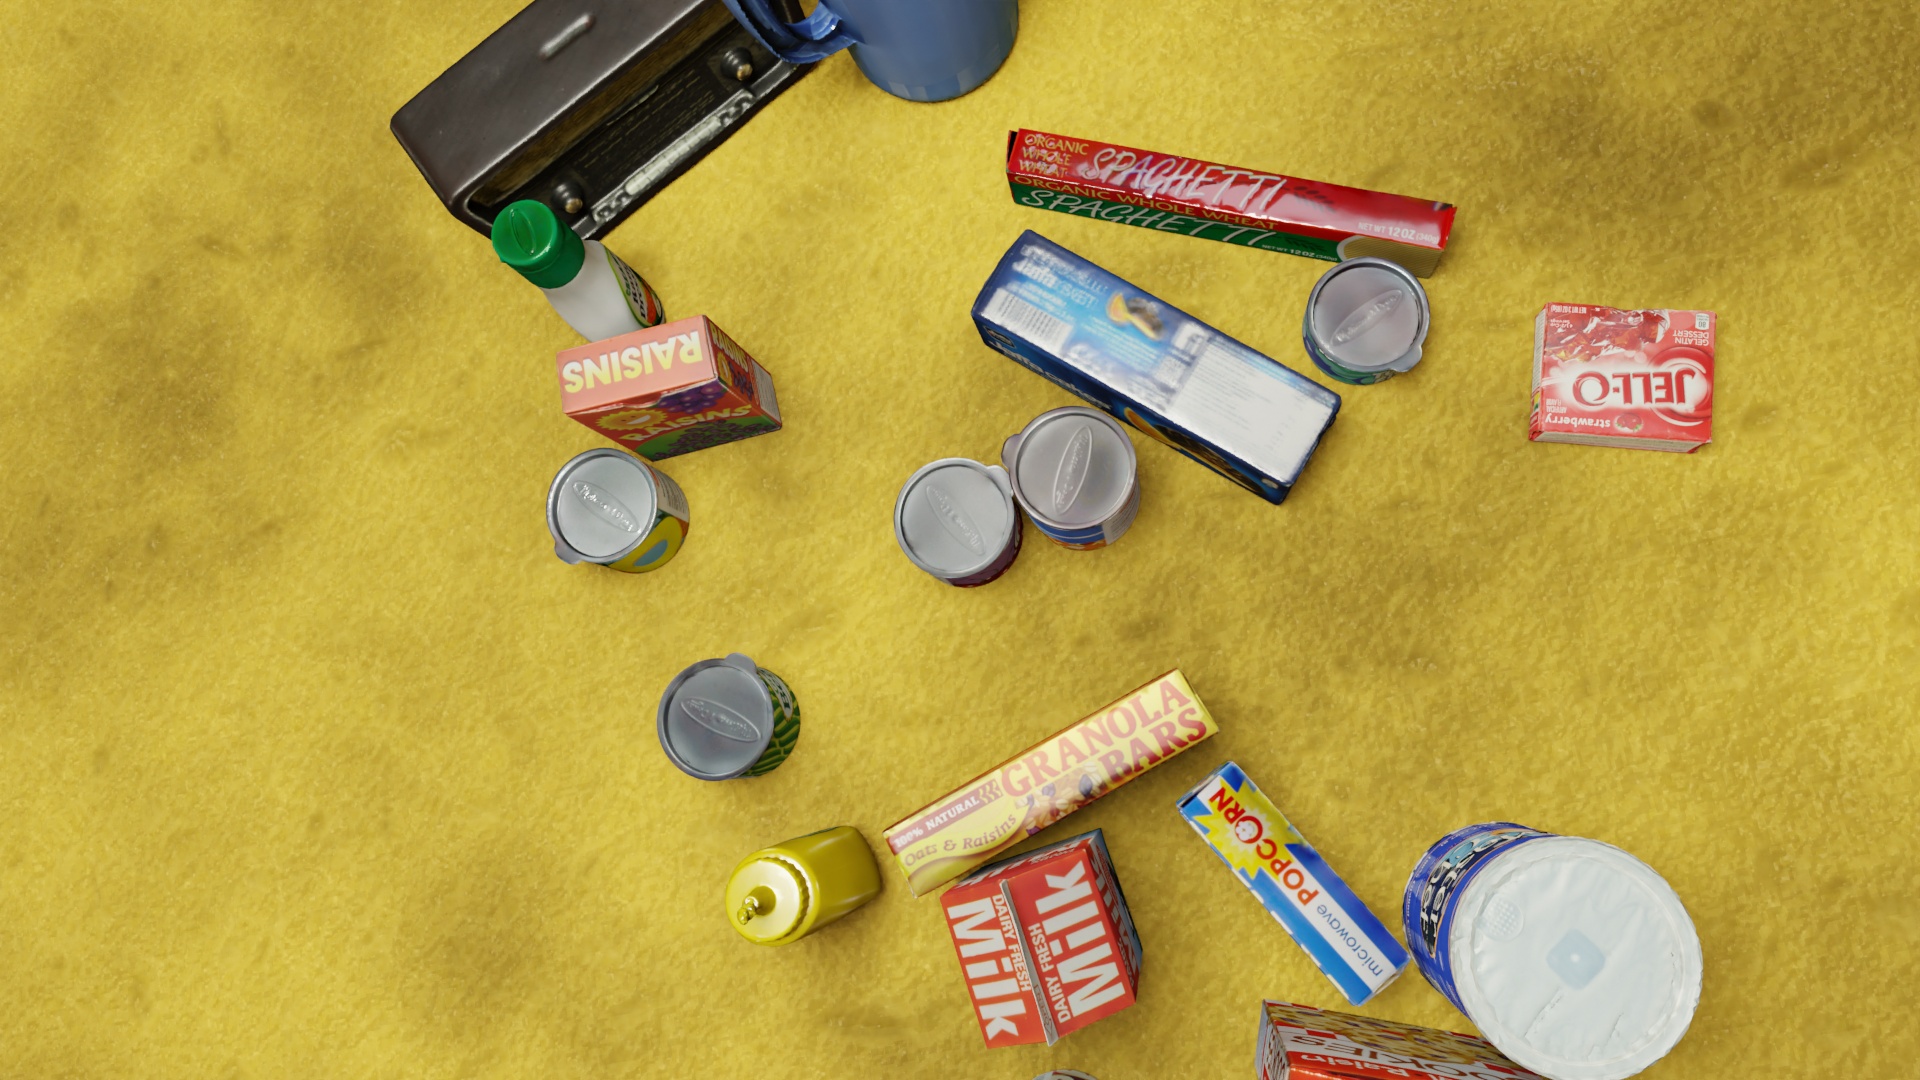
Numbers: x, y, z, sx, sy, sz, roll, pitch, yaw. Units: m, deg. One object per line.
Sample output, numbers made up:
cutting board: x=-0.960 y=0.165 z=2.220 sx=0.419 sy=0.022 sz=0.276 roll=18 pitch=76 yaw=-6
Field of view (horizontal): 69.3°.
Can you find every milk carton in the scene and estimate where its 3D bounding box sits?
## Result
milk carton: x=0.041 y=0.190 z=0.671 sx=0.073 sy=0.190 sz=0.072 roll=-19 pitch=79 yaw=5

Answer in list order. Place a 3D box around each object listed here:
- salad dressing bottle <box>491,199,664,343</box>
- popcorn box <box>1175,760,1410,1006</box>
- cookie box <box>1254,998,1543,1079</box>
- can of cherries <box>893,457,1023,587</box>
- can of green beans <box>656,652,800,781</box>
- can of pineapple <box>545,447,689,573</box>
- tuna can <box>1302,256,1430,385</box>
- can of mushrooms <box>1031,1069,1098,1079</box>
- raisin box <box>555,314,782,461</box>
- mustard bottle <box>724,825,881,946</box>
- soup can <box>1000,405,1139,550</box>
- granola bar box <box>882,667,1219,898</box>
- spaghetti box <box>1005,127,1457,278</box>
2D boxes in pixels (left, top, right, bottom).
salad dressing bottle: x=-0.214 y=-0.147 z=0.786 sx=0.044 sy=0.147 sz=0.064 roll=-24 pitch=79 yaw=4
popcorn box: x=0.166 y=0.171 z=0.709 sx=0.038 sy=0.085 sz=0.127 roll=-42 pitch=78 yaw=1
cookie box: x=0.206 y=0.256 z=0.647 sx=0.123 sy=0.167 sz=0.040 roll=8 pitch=83 yaw=10
can of cherries: x=0.003 y=-0.010 z=0.777 sx=0.071 sy=0.058 sz=0.071 roll=-1 pitch=81 yaw=8
can of green beans: x=-0.128 y=0.101 z=0.779 sx=0.071 sy=0.058 sz=0.071 roll=-1 pitch=81 yaw=8
can of pineapple: x=-0.200 y=-0.015 z=0.809 sx=0.071 sy=0.058 sz=0.071 roll=-1 pitch=81 yaw=8
tuna can: x=0.227 y=-0.120 z=0.774 sx=0.071 sy=0.033 sz=0.071 roll=-1 pitch=81 yaw=8
can of mushrooms: x=0.056 y=0.316 z=0.728 sx=0.071 sy=0.033 sz=0.071 roll=-1 pitch=81 yaw=8
raisin box: x=-0.160 y=-0.082 z=0.780 sx=0.086 sy=0.123 sz=0.040 roll=-13 pitch=80 yaw=7
mustard bottle: x=-0.085 y=0.177 z=0.707 sx=0.065 sy=0.160 sz=0.049 roll=-26 pitch=79 yaw=4
soup can: x=0.062 y=-0.033 z=0.759 sx=0.071 sy=0.083 sz=0.071 roll=-1 pitch=81 yaw=8
granola bar box: x=0.050 y=0.123 z=0.715 sx=0.165 sy=0.124 sz=0.039 roll=-30 pitch=78 yaw=3
spaghetti box: x=0.148 y=-0.192 z=0.789 sx=0.250 sy=0.050 sz=0.029 roll=13 pitch=84 yaw=10
